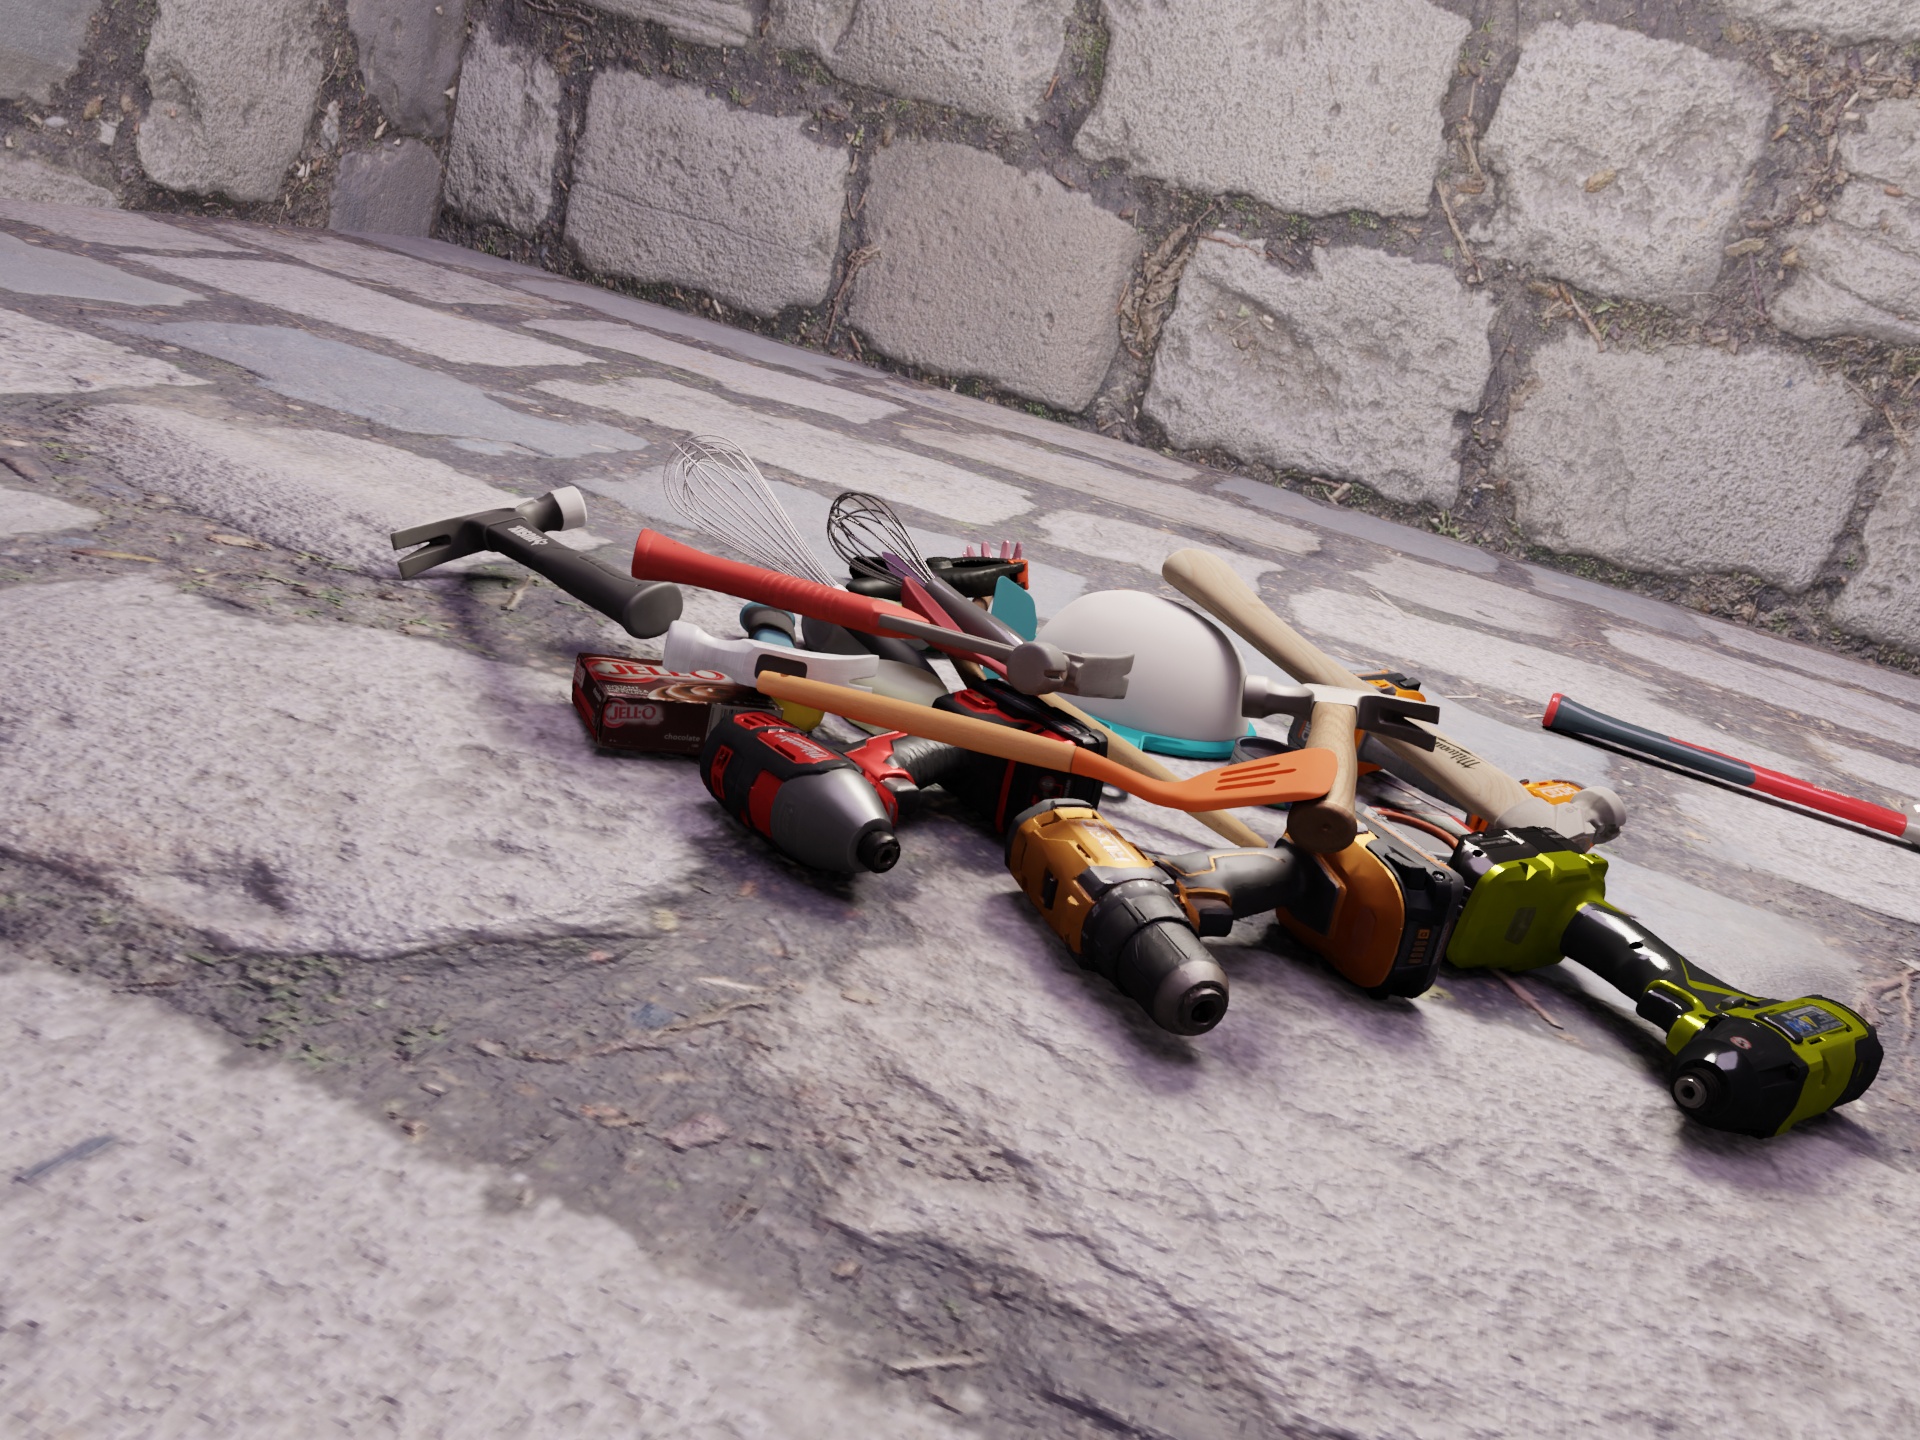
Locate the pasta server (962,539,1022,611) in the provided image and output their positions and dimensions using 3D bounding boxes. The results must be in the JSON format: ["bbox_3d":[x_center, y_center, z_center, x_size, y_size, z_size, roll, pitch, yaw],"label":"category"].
[{"bbox_3d":[0.019,-0.118,1.485,0.060,0.040,0.316,-3,17,8],"label":"pasta server"}]

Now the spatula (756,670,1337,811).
[{"bbox_3d":[0.040,0.007,0.870,0.322,0.041,0.081,14,19,12],"label":"spatula"}]

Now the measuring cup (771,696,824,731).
[{"bbox_3d":[-0.071,0.004,1.060,0.156,0.029,0.062,19,15,-1],"label":"measuring cup"}]

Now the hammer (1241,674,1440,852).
[{"bbox_3d":[0.225,0.021,0.956,0.130,0.031,0.331,6,13,13],"label":"hammer"}]

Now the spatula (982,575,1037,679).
[{"bbox_3d":[0.036,-0.084,1.340,0.044,0.082,0.317,9,7,-3],"label":"spatula"}]

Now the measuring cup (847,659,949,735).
[{"bbox_3d":[-0.002,-0.004,1.112,0.167,0.038,0.083,17,18,9],"label":"measuring cup"}]

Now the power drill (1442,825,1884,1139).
[{"bbox_3d":[0.381,0.148,0.904,0.171,0.080,0.223,0,26,-40],"label":"power drill"}]

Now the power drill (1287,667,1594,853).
[{"bbox_3d":[0.387,0.040,1.237,0.164,0.084,0.227,-3,29,-45],"label":"power drill"}]

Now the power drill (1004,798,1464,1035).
[{"bbox_3d":[0.156,0.104,0.852,0.226,0.084,0.185,3,21,-22],"label":"power drill"}]

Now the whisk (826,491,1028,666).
[{"bbox_3d":[-0.018,-0.099,1.186,0.239,0.055,0.055,40,27,26],"label":"whisk"}]

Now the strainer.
[{"bbox_3d":[0.141,-0.036,1.235,0.211,0.095,0.340,17,16,5],"label":"strainer"}]

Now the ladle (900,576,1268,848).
[{"bbox_3d":[0.076,-0.002,1.084,0.315,0.031,0.069,36,6,18],"label":"ladle"}]

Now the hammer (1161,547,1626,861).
[{"bbox_3d":[0.278,-0.018,1.170,0.146,0.038,0.411,-16,40,-29],"label":"hammer"}]

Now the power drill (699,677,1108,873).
[{"bbox_3d":[-0.025,0.037,0.917,0.219,0.078,0.143,-6,26,-42],"label":"power drill"}]

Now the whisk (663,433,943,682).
[{"bbox_3d":[-0.115,-0.111,1.193,0.284,0.070,0.070,44,23,6],"label":"whisk"}]

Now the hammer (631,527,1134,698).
[{"bbox_3d":[-0.067,-0.072,1.055,0.359,0.036,0.149,16,8,26],"label":"hammer"}]

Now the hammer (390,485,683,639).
[{"bbox_3d":[-0.274,-0.104,1.067,0.146,0.035,0.335,-20,25,-27],"label":"hammer"}]

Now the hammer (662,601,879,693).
[{"bbox_3d":[-0.129,-0.054,1.078,0.128,0.033,0.331,13,7,-9],"label":"hammer"}]

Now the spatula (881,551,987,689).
[{"bbox_3d":[-0.011,-0.074,1.233,0.059,0.018,0.316,19,19,-20],"label":"spatula"}]

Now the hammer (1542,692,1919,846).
[{"bbox_3d":[0.772,0.055,1.568,0.386,0.038,0.143,20,20,16],"label":"hammer"}]
